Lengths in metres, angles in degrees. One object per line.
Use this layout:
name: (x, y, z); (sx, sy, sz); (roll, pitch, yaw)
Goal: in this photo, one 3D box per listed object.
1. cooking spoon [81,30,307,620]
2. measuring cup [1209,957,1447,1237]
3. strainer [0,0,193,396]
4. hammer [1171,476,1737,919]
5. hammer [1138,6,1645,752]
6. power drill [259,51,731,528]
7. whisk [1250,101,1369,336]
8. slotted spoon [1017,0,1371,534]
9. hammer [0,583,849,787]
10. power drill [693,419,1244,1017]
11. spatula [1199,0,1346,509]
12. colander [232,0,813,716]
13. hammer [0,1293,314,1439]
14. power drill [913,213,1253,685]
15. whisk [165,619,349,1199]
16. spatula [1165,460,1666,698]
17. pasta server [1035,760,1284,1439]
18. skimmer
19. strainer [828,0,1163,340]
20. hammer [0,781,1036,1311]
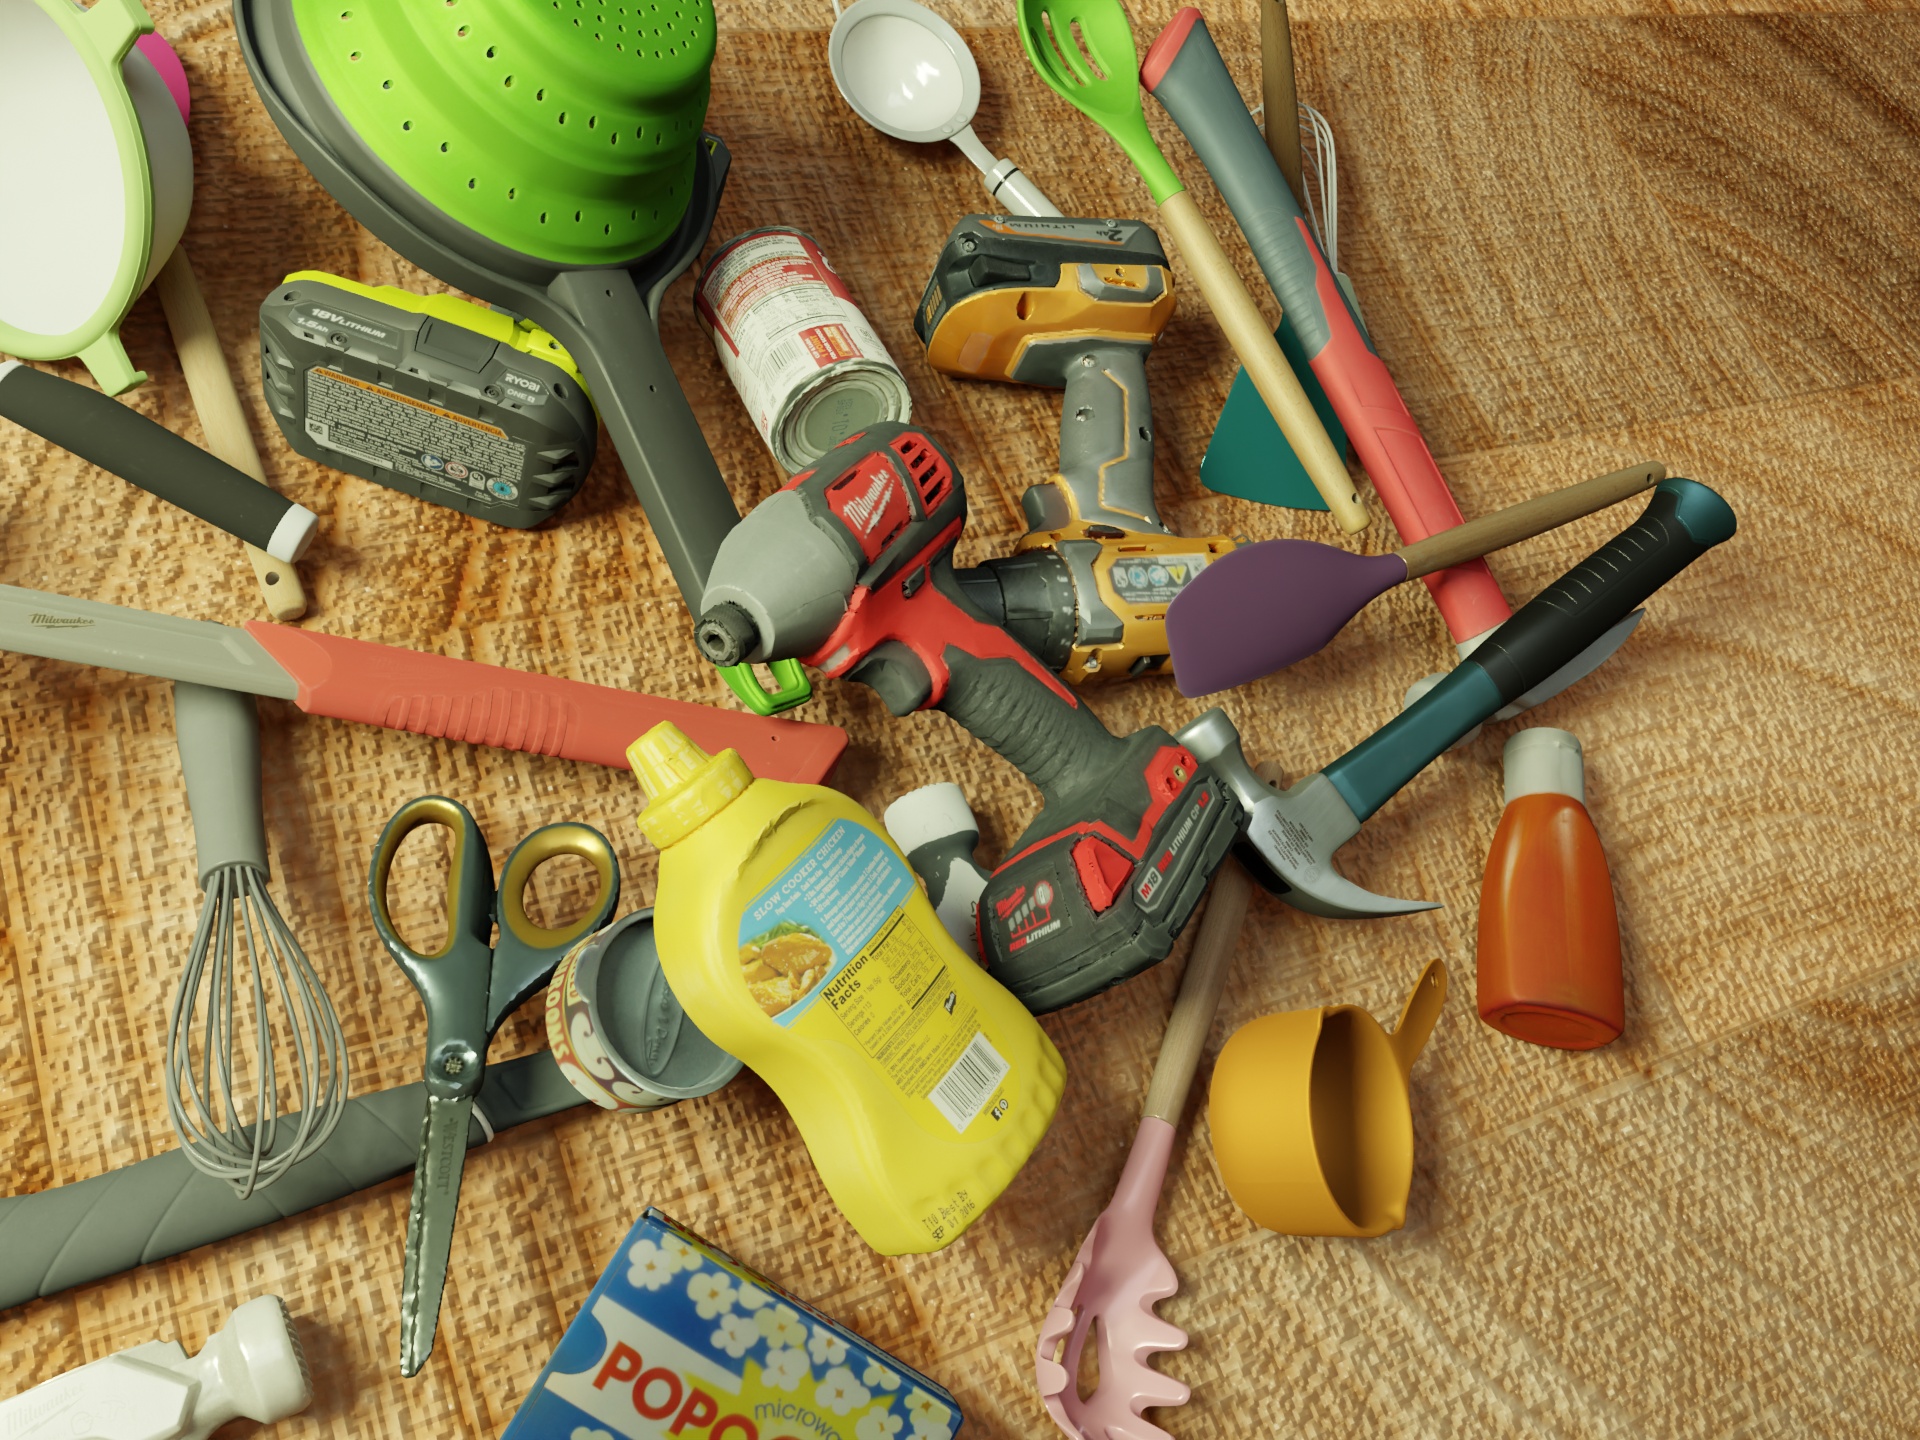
cooking spoon: (-0.330, -0.179, 0.674); (0.069, 0.017, 0.319); (-23, 72, -7)
measuring cup: (0.157, 0.144, 0.659); (0.173, 0.052, 0.095); (-33, 104, -53)
strainer: (-0.405, -0.244, 0.648); (0.256, 0.151, 0.069); (23, 27, 16)
hammer: (0.250, -0.024, 0.740); (0.331, 0.033, 0.128); (-34, 90, -22)
hammer: (0.206, -0.184, 0.800); (0.143, 0.038, 0.386); (-26, 88, -24)
power drill: (-0.210, -0.206, 0.702); (0.171, 0.080, 0.223); (18, 55, -11)
whisk: (0.203, -0.250, 0.892); (0.059, 0.057, 0.246); (-16, 68, 11)
slotted spoon: (0.112, -0.226, 0.760); (0.070, 0.031, 0.314); (-27, 87, -34)
hammer: (-0.215, -0.019, 0.593); (0.359, 0.036, 0.149); (11, 37, -24)
power drill: (-0.001, -0.002, 0.607); (0.219, 0.078, 0.143); (50, 42, -7)
spatula: (0.171, -0.267, 0.862); (0.082, 0.044, 0.318); (7, 68, -14)
colander: (-0.129, -0.196, 0.619); (0.204, 0.094, 0.397); (-22, 87, -48)
hammer: (-0.192, 0.377, 0.417); (0.146, 0.038, 0.411); (-18, 71, -25)
power drill: (0.036, -0.123, 0.743); (0.185, 0.084, 0.226); (-5, 69, -20)
whisk: (-0.249, 0.051, 0.544); (0.055, 0.055, 0.239); (-8, 51, -23)
spatula: (0.224, -0.081, 0.750); (0.316, 0.018, 0.059); (-19, 106, -25)
pasta server: (0.093, 0.139, 0.645); (0.060, 0.040, 0.316); (38, 54, -19)
skimmer: (-0.424, -0.140, 0.604); (0.363, 0.090, 0.127); (28, 48, -12)
strainer: (0.015, -0.294, 0.848); (0.258, 0.050, 0.087); (46, 64, 1)
hammer: (-0.155, 0.136, 0.561); (0.409, 0.036, 0.149); (-14, 69, -25)
